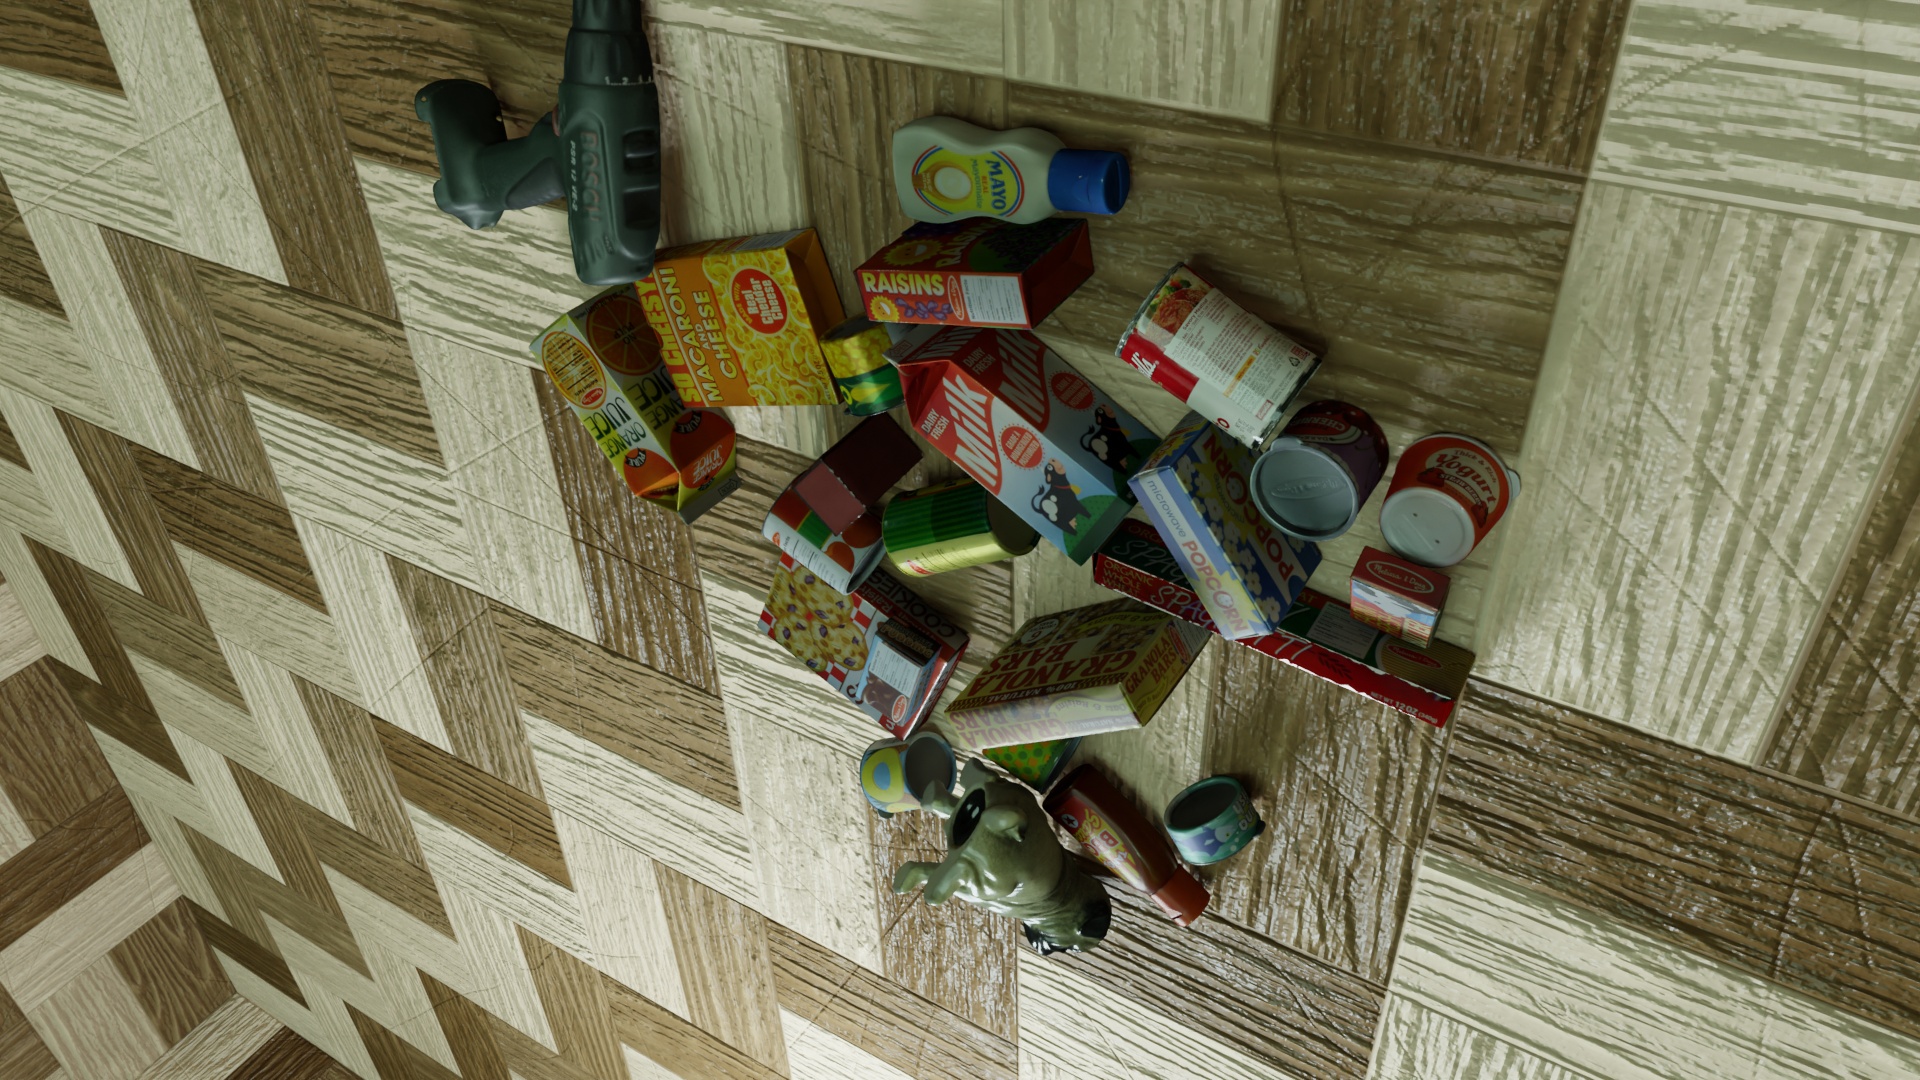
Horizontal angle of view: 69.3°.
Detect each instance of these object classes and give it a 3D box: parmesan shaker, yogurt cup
[{"bbox_3d":[0.004,-0.013,1.013,0.103,0.072,0.071,-13,113,42],"label":"parmesan shaker"},{"bbox_3d":[0.277,-0.020,0.802,0.072,0.054,0.072,21,133,25],"label":"yogurt cup"}]

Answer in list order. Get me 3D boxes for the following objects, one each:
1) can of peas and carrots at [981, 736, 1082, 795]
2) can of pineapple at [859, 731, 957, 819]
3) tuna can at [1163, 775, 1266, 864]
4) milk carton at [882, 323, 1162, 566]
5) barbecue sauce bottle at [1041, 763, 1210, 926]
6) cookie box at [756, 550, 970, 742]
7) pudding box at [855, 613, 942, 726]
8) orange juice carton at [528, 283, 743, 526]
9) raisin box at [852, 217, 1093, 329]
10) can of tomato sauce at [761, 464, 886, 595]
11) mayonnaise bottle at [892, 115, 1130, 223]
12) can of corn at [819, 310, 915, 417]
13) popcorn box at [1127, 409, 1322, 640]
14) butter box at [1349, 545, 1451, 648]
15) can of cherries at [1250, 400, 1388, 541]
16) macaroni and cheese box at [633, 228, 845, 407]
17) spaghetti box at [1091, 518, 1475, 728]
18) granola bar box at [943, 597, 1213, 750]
[{"bbox_3d":[0.059,0.156,1.098,0.059,0.071,0.070,32,136,14],"label":"can of peas and carrots"},{"bbox_3d":[-0.045,0.204,1.213,0.057,0.071,0.071,-19,109,44],"label":"can of pineapple"},{"bbox_3d":[0.189,0.208,1.036,0.071,0.071,0.032,-16,111,44],"label":"tuna can"},{"bbox_3d":[0.039,-0.080,0.925,0.190,0.073,0.073,40,138,5],"label":"milk carton"},{"bbox_3d":[0.137,0.248,1.124,0.148,0.044,0.064,44,143,1],"label":"barbecue sauce bottle"},{"bbox_3d":[-0.084,0.077,1.166,0.167,0.040,0.122,37,136,10],"label":"cookie box"},{"bbox_3d":[-0.050,0.104,1.106,0.050,0.030,0.083,32,135,13],"label":"pudding box"},{"bbox_3d":[-0.255,-0.106,1.132,0.073,0.072,0.192,-22,106,45],"label":"orange juice carton"},{"bbox_3d":[0.009,-0.169,0.870,0.123,0.086,0.040,9,128,33],"label":"raisin box"},{"bbox_3d":[-0.103,-0.008,1.097,0.083,0.071,0.070,36,137,9],"label":"can of tomato sauce"},{"bbox_3d":[0.029,-0.222,0.846,0.148,0.041,0.064,13,127,31],"label":"mayonnaise bottle"},{"bbox_3d":[-0.060,-0.126,0.969,0.071,0.071,0.058,-5,118,40],"label":"can of corn"},{"bbox_3d":[0.167,-0.013,0.869,0.038,0.085,0.126,-20,109,46],"label":"popcorn box"},{"bbox_3d":[0.263,0.035,0.836,0.053,0.024,0.103,24,172,20],"label":"butter box"},{"bbox_3d":[0.214,-0.044,0.828,0.071,0.059,0.071,21,133,25],"label":"can of cherries"},{"bbox_3d":[-0.162,-0.163,1.040,0.166,0.040,0.123,2,122,36],"label":"macaroni and cheese box"},{"bbox_3d":[0.206,0.049,0.913,0.250,0.050,0.028,23,132,23],"label":"spaghetti box"},{"bbox_3d":[0.086,0.091,0.983,0.165,0.125,0.039,-16,110,44],"label":"granola bar box"}]
